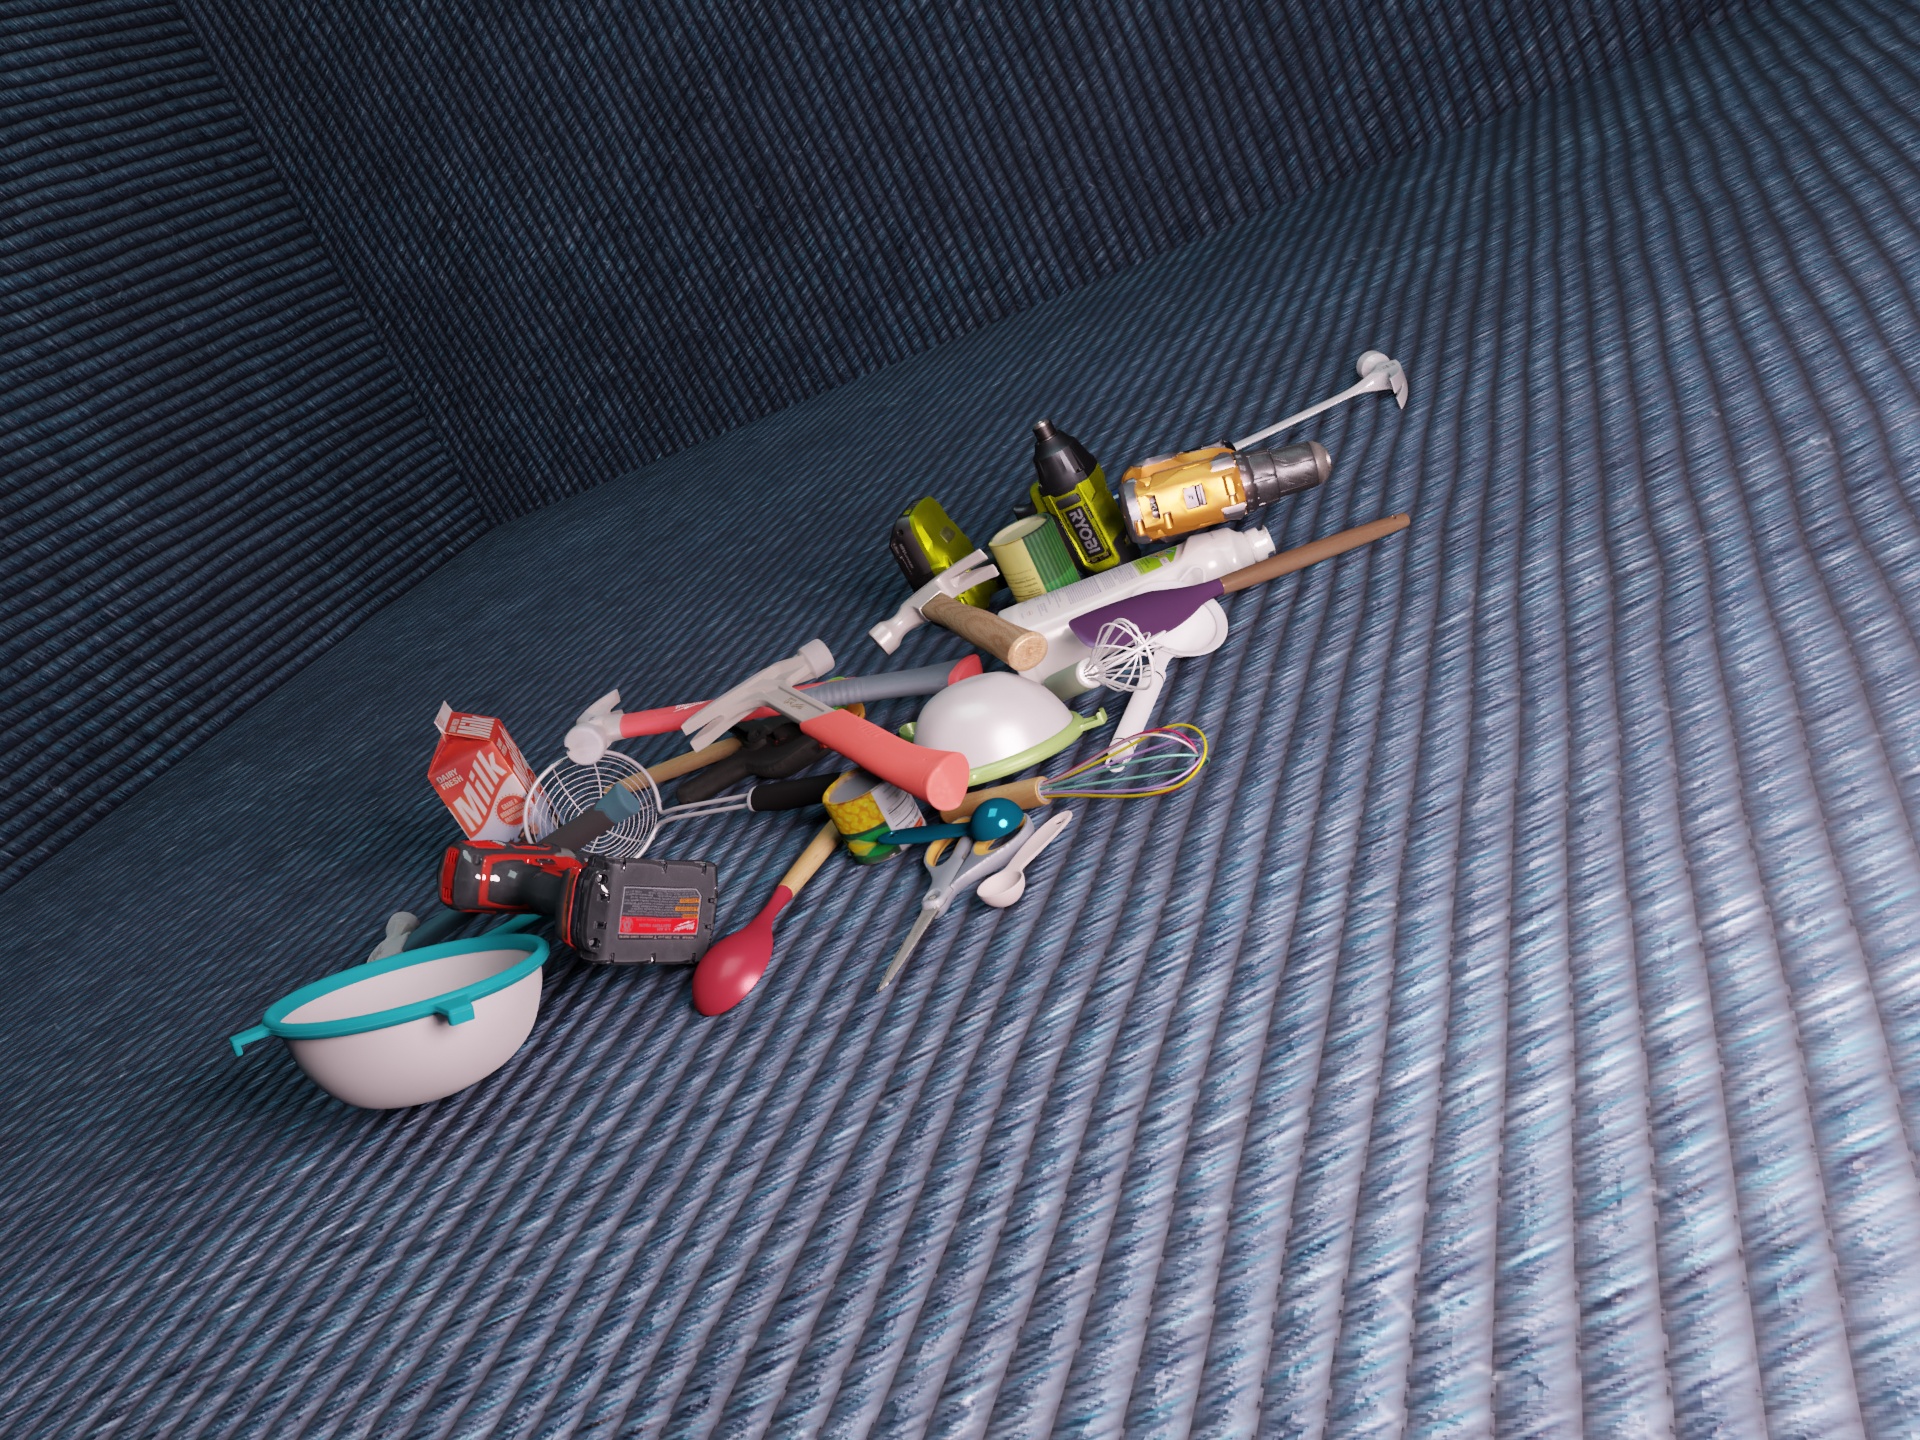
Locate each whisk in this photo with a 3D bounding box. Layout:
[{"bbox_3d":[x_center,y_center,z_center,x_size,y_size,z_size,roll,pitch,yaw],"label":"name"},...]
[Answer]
[{"bbox_3d":[0.106,-0.040,1.257,0.059,0.058,0.246,-32,1,-14],"label":"whisk"},{"bbox_3d":[0.081,0.045,1.175,0.245,0.047,0.051,-15,-8,39],"label":"whisk"}]

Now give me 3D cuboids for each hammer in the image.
[{"bbox_3d":[0.290,-0.291,1.721,0.405,0.035,0.144,-24,21,7],"label":"hammer"},{"bbox_3d":[-0.170,-0.021,1.504,0.386,0.038,0.143,-8,16,6],"label":"hammer"},{"bbox_3d":[-0.103,0.014,1.286,0.149,0.036,0.359,-35,27,-17],"label":"hammer"},{"bbox_3d":[-0.421,0.151,1.451,0.331,0.033,0.128,-33,25,18],"label":"hammer"},{"bbox_3d":[0.010,-0.088,1.404,0.130,0.031,0.331,-42,19,-5],"label":"hammer"}]

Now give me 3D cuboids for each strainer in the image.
[{"bbox_3d":[-0.398,0.229,1.273,0.211,0.095,0.340,-10,6,12],"label":"strainer"},{"bbox_3d":[-0.002,-0.004,1.326,0.151,0.069,0.256,-24,13,-21],"label":"strainer"},{"bbox_3d":[0.156,-0.039,1.284,0.087,0.050,0.259,22,43,8],"label":"strainer"}]

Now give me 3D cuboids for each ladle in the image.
[{"bbox_3d":[-0.126,0.123,1.266,0.069,0.031,0.315,-14,23,31],"label":"ladle"}]

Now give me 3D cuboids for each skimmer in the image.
[{"bbox_3d":[-0.246,0.069,1.421,0.363,0.090,0.127,-11,63,38],"label":"skimmer"}]

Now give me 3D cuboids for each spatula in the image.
[{"bbox_3d":[0.239,-0.118,1.323,0.316,0.018,0.060,-21,42,-15],"label":"spatula"}]

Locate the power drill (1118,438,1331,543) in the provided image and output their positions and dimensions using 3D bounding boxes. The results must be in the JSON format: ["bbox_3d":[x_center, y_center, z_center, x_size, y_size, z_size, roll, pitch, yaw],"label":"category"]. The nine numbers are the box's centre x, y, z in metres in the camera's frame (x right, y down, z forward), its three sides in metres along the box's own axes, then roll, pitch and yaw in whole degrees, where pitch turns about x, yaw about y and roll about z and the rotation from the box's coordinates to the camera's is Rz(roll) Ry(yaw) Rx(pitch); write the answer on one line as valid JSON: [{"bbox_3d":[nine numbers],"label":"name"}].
[{"bbox_3d":[0.237,-0.217,1.474,0.185,0.084,0.226,-15,7,6],"label":"power drill"}]

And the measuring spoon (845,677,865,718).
[{"bbox_3d":[-0.110,-0.018,1.598,0.021,0.011,0.117,-33,24,0],"label":"measuring spoon"}]

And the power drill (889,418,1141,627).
[{"bbox_3d":[0.049,-0.194,1.599,0.223,0.171,0.080,-19,22,29],"label":"power drill"}]

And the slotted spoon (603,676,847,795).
[{"bbox_3d":[-0.239,0.027,1.619,0.314,0.031,0.070,-20,39,23],"label":"slotted spoon"}]

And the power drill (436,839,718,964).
[{"bbox_3d":[-0.290,0.139,1.286,0.227,0.080,0.187,5,-2,44],"label":"power drill"}]

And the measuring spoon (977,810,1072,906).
[{"bbox_3d":[0.052,0.099,1.129,0.034,0.018,0.124,-11,19,36],"label":"measuring spoon"}]

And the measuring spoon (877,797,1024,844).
[{"bbox_3d":[-0.012,0.075,1.191,0.128,0.021,0.042,-10,25,31],"label":"measuring spoon"}]
